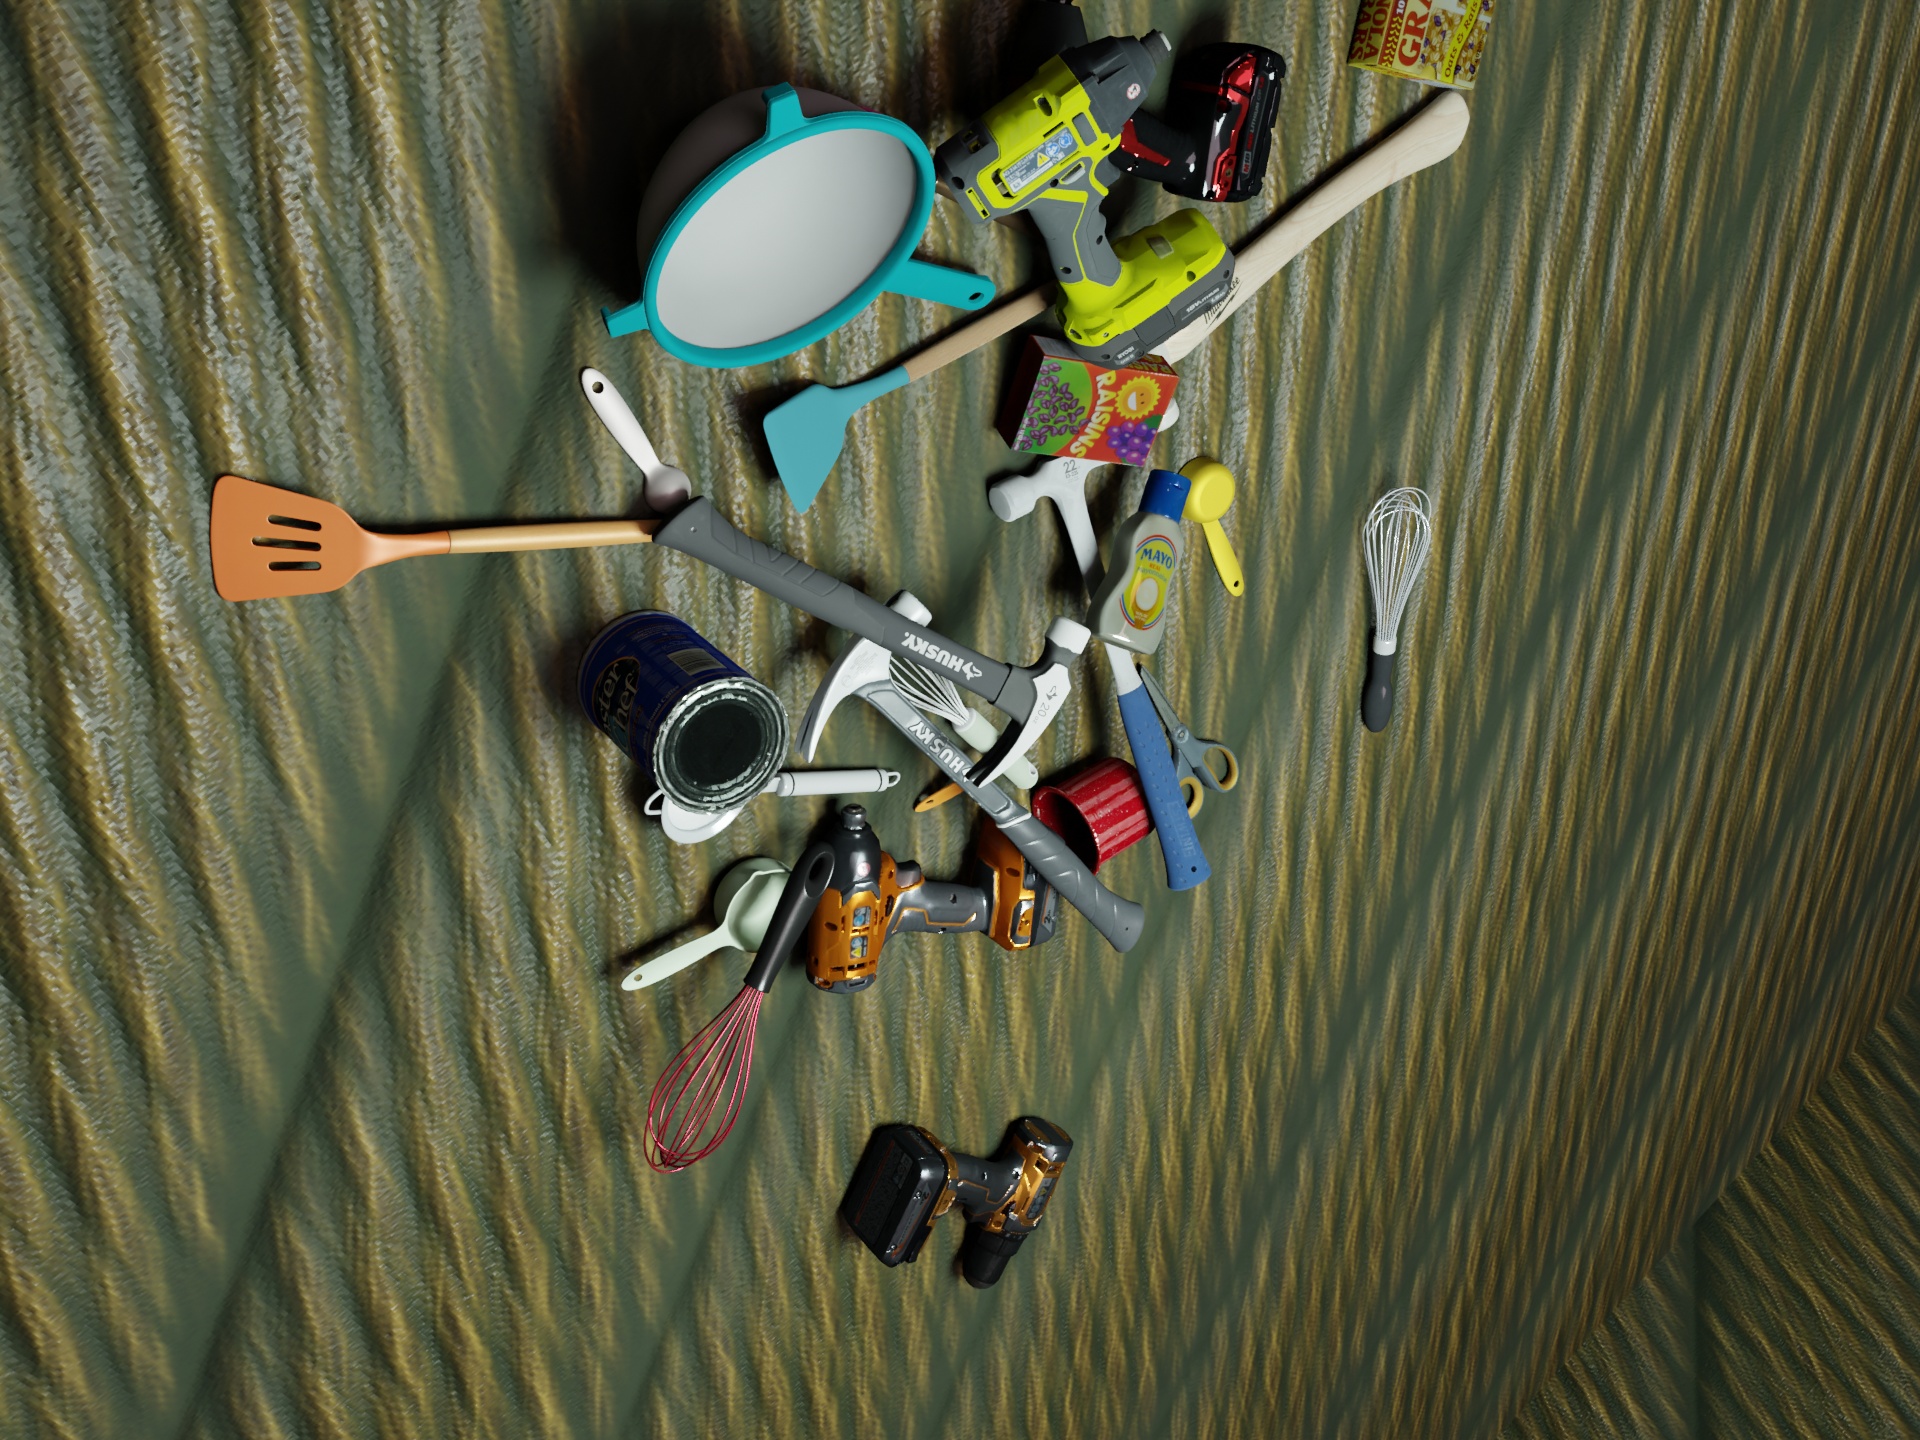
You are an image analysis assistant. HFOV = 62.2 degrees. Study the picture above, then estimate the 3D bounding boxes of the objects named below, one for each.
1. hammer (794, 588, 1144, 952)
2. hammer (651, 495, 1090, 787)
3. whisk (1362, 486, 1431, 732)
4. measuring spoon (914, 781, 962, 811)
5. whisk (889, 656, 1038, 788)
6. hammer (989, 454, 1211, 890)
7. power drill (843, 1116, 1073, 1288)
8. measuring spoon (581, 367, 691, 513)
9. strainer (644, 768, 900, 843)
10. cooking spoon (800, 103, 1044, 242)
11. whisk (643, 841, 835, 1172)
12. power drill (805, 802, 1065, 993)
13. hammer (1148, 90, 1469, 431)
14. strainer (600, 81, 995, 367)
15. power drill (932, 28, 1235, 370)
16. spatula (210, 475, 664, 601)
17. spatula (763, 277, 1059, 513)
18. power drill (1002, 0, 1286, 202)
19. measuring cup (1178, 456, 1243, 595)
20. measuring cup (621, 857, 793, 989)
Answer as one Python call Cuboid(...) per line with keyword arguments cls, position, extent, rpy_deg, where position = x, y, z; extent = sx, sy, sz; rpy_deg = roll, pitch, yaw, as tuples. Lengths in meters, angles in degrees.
Cuboid(cls="hammer", position=(0.029, 0.075, 1.314), extent=(0.149, 0.036, 0.408), rpy_deg=(-48, 122, -5))
Cuboid(cls="hammer", position=(-0.071, -0.070, 1.173), extent=(0.334, 0.035, 0.146), rpy_deg=(25, 93, -22))
Cuboid(cls="whisk", position=(0.428, -0.105, 1.599), extent=(0.070, 0.070, 0.284), rpy_deg=(-23, 129, -26))
Cuboid(cls="measuring spoon", position=(0.008, 0.047, 1.367), extent=(0.117, 0.011, 0.021), rpy_deg=(-32, 151, 16))
Cuboid(cls="whisk", position=(-0.002, -0.004, 1.345), extent=(0.059, 0.058, 0.246), rpy_deg=(-26, 138, 20))
Cuboid(cls="hammer", position=(0.148, -0.040, 1.373), extent=(0.144, 0.035, 0.405), rpy_deg=(-28, 110, -24))
Cuboid(cls="power drill", position=(-0.004, 0.481, 1.561), extent=(0.226, 0.084, 0.185), rpy_deg=(13, 105, -44))
Cuboid(cls="measuring spoon", position=(-0.224, -0.192, 1.102), extent=(0.034, 0.018, 0.124), rpy_deg=(-41, 129, -12))
Cuboid(cls="strainer", position=(-0.149, 0.051, 1.265), extent=(0.258, 0.050, 0.086), rpy_deg=(-1, 118, -42))
Cuboid(cls="cooking spoon", position=(-0.003, -0.383, 1.149), extent=(0.318, 0.069, 0.017), rpy_deg=(8, 78, -44))
Cuboid(cls="whisk", position=(-0.173, 0.231, 1.277), extent=(0.073, 0.073, 0.296), rpy_deg=(28, 88, -41))
Cuboid(cls="power drill", position=(-0.024, 0.137, 1.373), extent=(0.226, 0.084, 0.164), rpy_deg=(-8, 115, -29))
Cuboid(cls="hammer", position=(0.278, -0.419, 1.343), extent=(0.410, 0.038, 0.146), rpy_deg=(-40, 128, -14))
Cuboid(cls="strainer", position=(-0.093, -0.339, 1.079), extent=(0.211, 0.095, 0.340), rpy_deg=(-43, 162, 29))
Cuboid(cls="power drill", position=(0.104, -0.369, 1.133), extent=(0.171, 0.080, 0.223), rpy_deg=(-33, 142, 11))
Cuboid(cls="spatula", position=(-0.323, -0.124, 1.063), extent=(0.322, 0.041, 0.081), rpy_deg=(-9, 117, -37))
Cuboid(cls="spatula", position=(-0.015, -0.268, 1.197), extent=(0.317, 0.044, 0.082), rpy_deg=(-33, 129, -18))
Cuboid(cls="power drill", position=(0.130, -0.463, 1.190), extent=(0.219, 0.079, 0.143), rpy_deg=(-6, 116, -30))
Cuboid(cls="measuring cup", position=(0.238, -0.169, 1.441), extent=(0.062, 0.029, 0.156), rpy_deg=(-40, 128, -13))
Cuboid(cls="measuring cup", position=(-0.203, 0.167, 1.286), extent=(0.167, 0.038, 0.083), rpy_deg=(-27, 126, -21))
